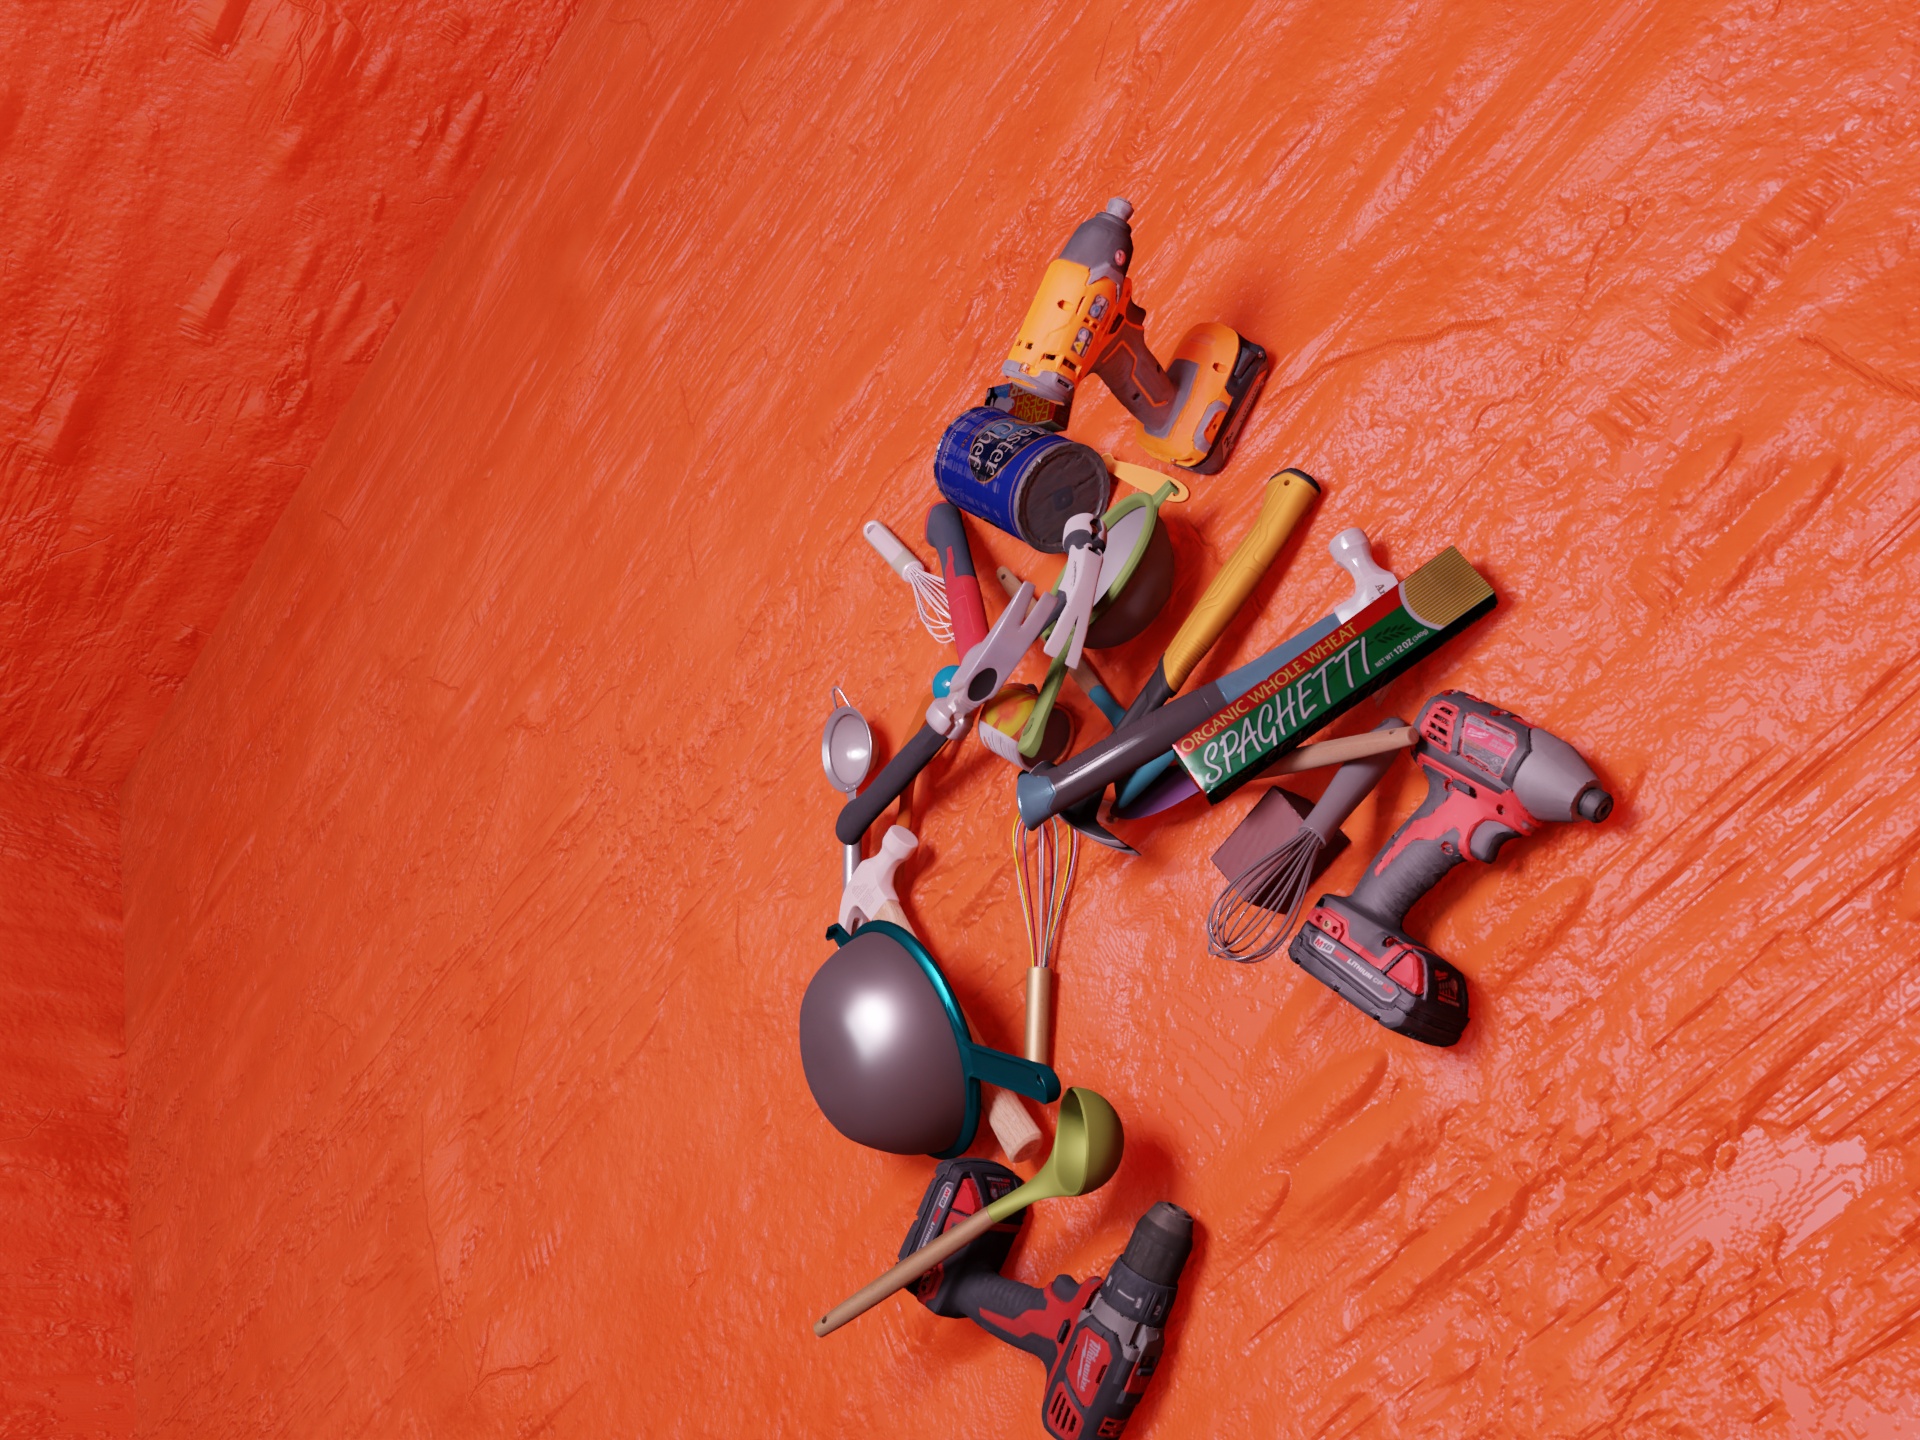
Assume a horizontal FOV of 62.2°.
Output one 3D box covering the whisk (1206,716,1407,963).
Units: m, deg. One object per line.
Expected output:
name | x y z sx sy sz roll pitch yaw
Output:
whisk | 0.246 0.079 1.105 0.055 0.055 0.239 12 51 49

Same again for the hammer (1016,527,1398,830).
hammer | 0.186 -0.013 1.202 0.331 0.033 0.128 -30 63 10

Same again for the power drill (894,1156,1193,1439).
power drill | 0.069 0.417 1.215 0.227 0.080 0.188 24 91 46

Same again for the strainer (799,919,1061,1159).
strainer | -0.046 0.279 1.279 0.340 0.095 0.211 -3 100 61

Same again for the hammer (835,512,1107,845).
hammer | -0.002 -0.004 1.383 0.408 0.036 0.149 -47 23 41

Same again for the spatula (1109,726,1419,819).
spatula | 0.217 0.038 1.195 0.316 0.018 0.060 -18 30 54

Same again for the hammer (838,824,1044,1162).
hammer | -0.020 0.245 1.379 0.130 0.031 0.332 -55 45 20

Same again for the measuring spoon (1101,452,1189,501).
measuring spoon | 0.163 -0.214 1.414 0.117 0.011 0.021 32 100 45

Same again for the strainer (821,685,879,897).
strainer | -0.105 0.094 1.557 0.087 0.050 0.258 -18 67 50

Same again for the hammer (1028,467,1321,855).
hammer | 0.184 -0.053 1.265 0.337 0.034 0.127 -56 41 2

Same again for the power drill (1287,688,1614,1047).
power drill | 0.329 0.099 1.061 0.143 0.078 0.219 35 98 48

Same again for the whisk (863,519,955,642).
whisk | -0.044 -0.144 1.582 0.058 0.059 0.247 -48 39 6

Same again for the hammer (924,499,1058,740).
hammer | 0.010 -0.129 1.407 0.143 0.038 0.387 -55 19 20

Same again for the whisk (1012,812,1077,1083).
whisk | 0.063 0.186 1.336 0.051 0.047 0.245 -11 70 43

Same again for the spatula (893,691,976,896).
spatula | -0.051 0.127 1.501 0.081 0.041 0.322 7 84 49

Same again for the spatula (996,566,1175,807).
spatula | 0.101 -0.046 1.380 0.082 0.044 0.318 -47 47 13

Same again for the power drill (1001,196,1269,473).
power drill | 0.150 -0.310 1.298 0.084 0.226 0.164 31 98 48

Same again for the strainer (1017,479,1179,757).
strainer | 0.118 -0.069 1.320 0.151 0.069 0.256 -27 36 60

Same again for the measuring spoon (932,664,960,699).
measuring spoon | 0.017 -0.058 1.494 0.128 0.021 0.042 -34 38 32

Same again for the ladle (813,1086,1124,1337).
ladle | -0.003 0.382 1.201 0.320 0.062 0.078 -39 33 19
